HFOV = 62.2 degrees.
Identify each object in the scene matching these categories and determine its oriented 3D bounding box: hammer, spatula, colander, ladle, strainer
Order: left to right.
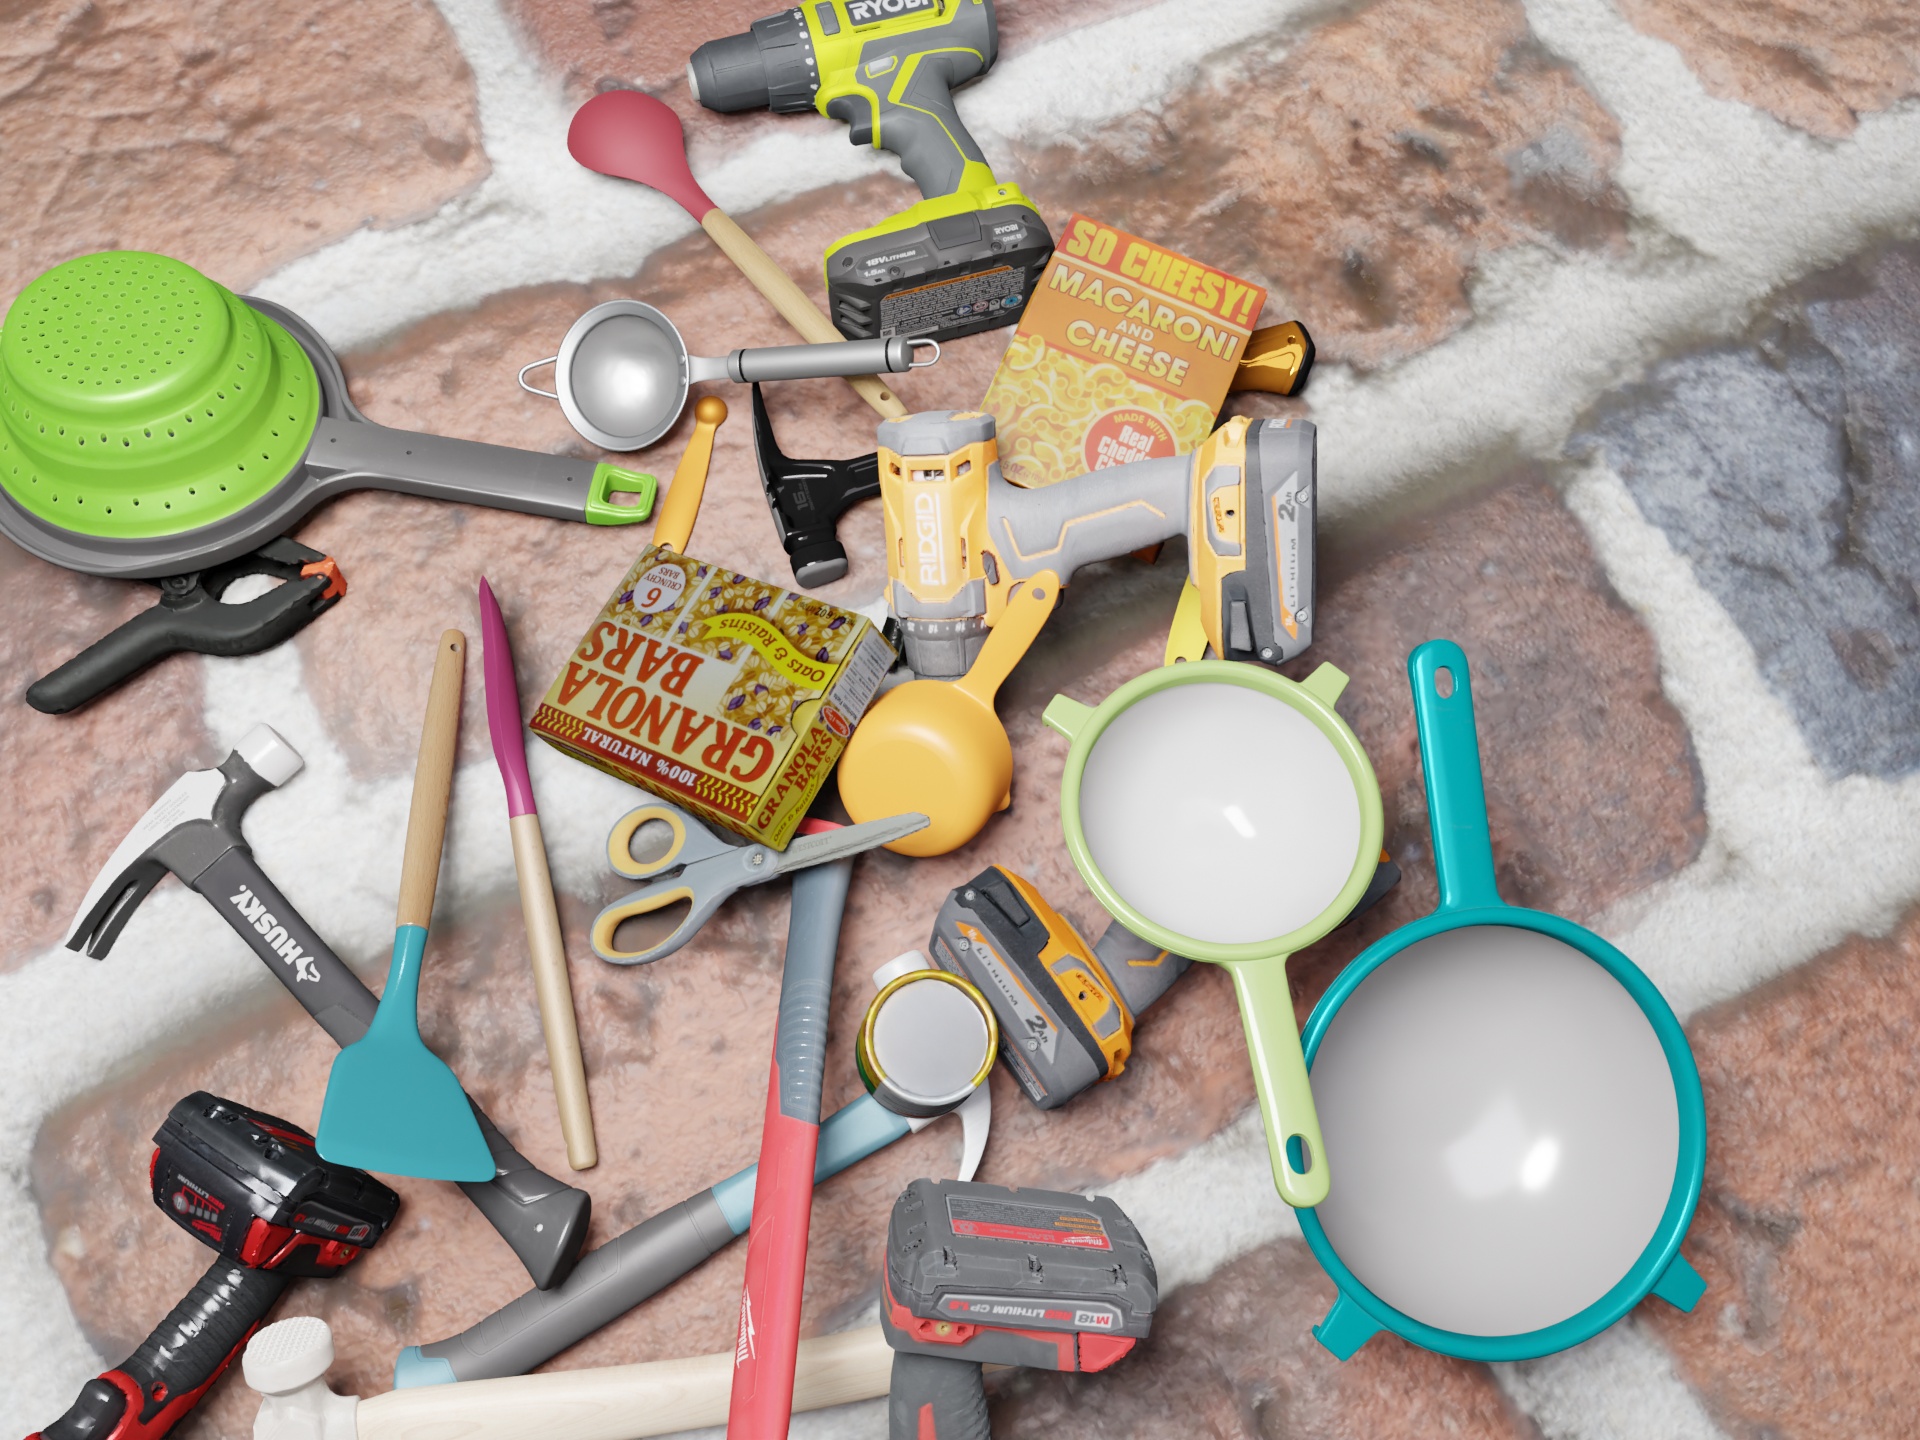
[{"bbox_3d":[-0.367,-0.174,0.873,0.397,0.094,0.205,9,60,-3],"label":"colander"},{"bbox_3d":[-0.309,0.157,0.805,0.335,0.035,0.146,42,76,16],"label":"hammer"},{"bbox_3d":[-0.268,0.079,0.803,0.082,0.044,0.318,19,50,-32],"label":"spatula"},{"bbox_3d":[-0.131,0.252,0.798,0.331,0.033,0.128,-29,75,-10],"label":"hammer"},{"bbox_3d":[-0.115,0.327,0.760,0.410,0.038,0.146,-6,102,-9],"label":"hammer"},{"bbox_3d":[-0.129,-0.198,0.898,0.258,0.050,0.087,1,95,22],"label":"strainer"},{"bbox_3d":[-0.133,-0.280,0.942,0.069,0.031,0.316,-37,71,-14],"label":"ladle"},{"bbox_3d":[-0.087,0.208,0.738,0.038,0.143,0.387,23,43,-20],"label":"hammer"},{"bbox_3d":[0.046,-0.183,0.935,0.337,0.034,0.127,-17,75,-7],"label":"hammer"},{"bbox_3d":[0.129,0.099,0.748,0.151,0.069,0.257,-7,68,-5],"label":"strainer"},{"bbox_3d":[0.242,0.133,0.794,0.211,0.095,0.340,-5,85,-8],"label":"strainer"}]

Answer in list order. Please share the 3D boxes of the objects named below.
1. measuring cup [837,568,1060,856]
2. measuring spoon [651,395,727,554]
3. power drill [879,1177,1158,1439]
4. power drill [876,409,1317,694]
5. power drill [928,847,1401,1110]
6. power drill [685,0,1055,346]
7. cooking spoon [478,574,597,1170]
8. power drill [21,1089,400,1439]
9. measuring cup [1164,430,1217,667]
[{"bbox_3d":[-0.001,-0.003,0.815,0.095,0.173,0.052,35,30,3],"label":"measuring cup"},{"bbox_3d":[-0.159,-0.139,0.926,0.021,0.011,0.117,13,73,2],"label":"measuring spoon"},{"bbox_3d":[0.034,0.337,0.725,0.188,0.080,0.226,9,98,-7],"label":"power drill"},{"bbox_3d":[0.070,-0.070,0.831,0.226,0.084,0.185,1,107,14],"label":"power drill"},{"bbox_3d":[0.097,0.080,0.835,0.226,0.084,0.164,-32,76,-15],"label":"power drill"},{"bbox_3d":[-0.052,-0.342,0.960,0.190,0.080,0.229,-15,71,-6],"label":"power drill"},{"bbox_3d":[-0.227,0.076,0.842,0.017,0.068,0.319,-8,78,-23],"label":"cooking spoon"},{"bbox_3d":[-0.369,0.289,0.722,0.078,0.143,0.220,26,72,17],"label":"power drill"},{"bbox_3d":[0.144,-0.092,0.920,0.062,0.029,0.156,17,85,3],"label":"measuring cup"}]
